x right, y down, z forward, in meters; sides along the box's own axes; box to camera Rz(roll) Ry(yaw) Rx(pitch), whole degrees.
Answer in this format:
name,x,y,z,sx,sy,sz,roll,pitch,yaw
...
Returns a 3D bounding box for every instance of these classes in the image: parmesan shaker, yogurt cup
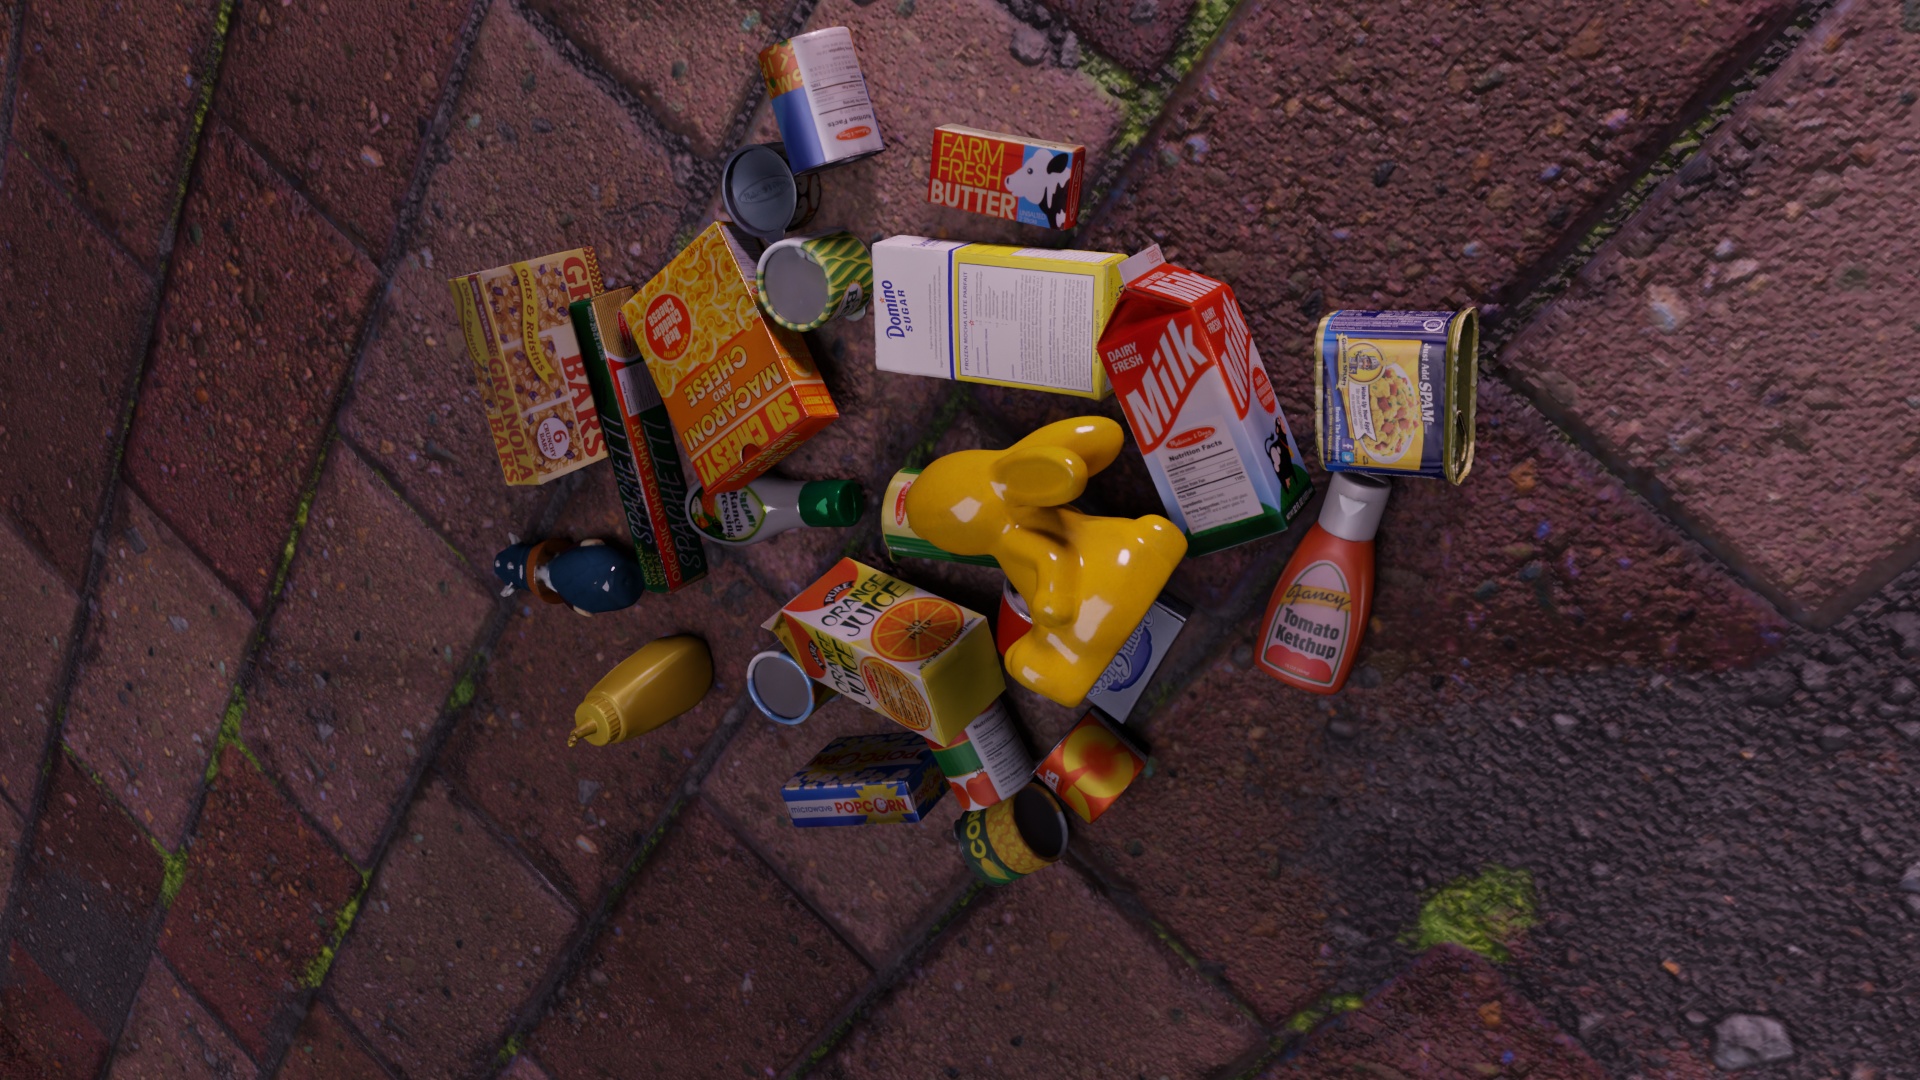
name,x,y,z,sx,sy,sz,roll,pitch,yaw
parmesan shaker,0.004,-0.013,0.999,0.103,0.071,0.071,7,113,26
yogurt cup,0.057,0.058,1.000,0.072,0.073,0.053,31,130,15

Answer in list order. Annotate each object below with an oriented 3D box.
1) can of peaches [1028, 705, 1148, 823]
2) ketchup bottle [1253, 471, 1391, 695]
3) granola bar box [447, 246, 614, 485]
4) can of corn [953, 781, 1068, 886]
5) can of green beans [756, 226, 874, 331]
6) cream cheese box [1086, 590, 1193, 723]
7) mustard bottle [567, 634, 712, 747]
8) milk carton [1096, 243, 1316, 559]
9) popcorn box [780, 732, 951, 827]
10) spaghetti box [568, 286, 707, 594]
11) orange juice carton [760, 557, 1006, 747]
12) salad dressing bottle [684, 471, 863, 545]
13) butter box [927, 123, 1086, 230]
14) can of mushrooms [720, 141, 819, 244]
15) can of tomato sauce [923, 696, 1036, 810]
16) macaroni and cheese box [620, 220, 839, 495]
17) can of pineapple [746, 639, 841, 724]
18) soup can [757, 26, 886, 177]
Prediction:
name,x,y,z,sx,sy,sz,roll,pitch,yaw
can of peaches,0.094,0.167,1.019,0.058,0.071,0.071,42,124,8
ketchup bottle,0.238,0.024,0.896,0.065,0.044,0.148,21,118,20
granola bar box,-0.324,-0.139,1.100,0.039,0.125,0.165,-2,109,31
can of corn,0.040,0.226,1.074,0.058,0.071,0.071,-34,91,34
can of green beans,-0.104,-0.187,0.995,0.071,0.058,0.071,11,115,26
cream cheese box,0.120,0.077,0.995,0.053,0.024,0.103,34,122,13
mustard bottle,-0.273,0.131,1.158,0.049,0.161,0.065,7,112,29
milk carton,0.149,-0.094,0.881,0.073,0.073,0.190,-19,100,34
popcorn box,-0.069,0.190,1.111,0.126,0.085,0.038,-10,106,32
spaghetti box,-0.261,-0.079,1.134,0.028,0.050,0.249,-1,109,32
orange juice carton,-0.065,0.074,1.044,0.193,0.072,0.072,21,140,39
salad dressing bottle,-0.147,-0.028,1.092,0.147,0.044,0.064,-1,103,30
butter box,0.030,-0.241,0.919,0.103,0.024,0.053,17,116,23
can of mushrooms,-0.136,-0.251,1.003,0.071,0.033,0.070,11,114,25
can of tomato sauce,0.010,0.155,1.065,0.071,0.071,0.083,-23,98,34
macaroni and cheese box,-0.176,-0.136,1.045,0.123,0.040,0.166,-32,78,34
can of pineapple,-0.130,0.110,1.130,0.071,0.058,0.070,11,115,25
soup can,-0.096,-0.296,0.943,0.071,0.072,0.083,-9,104,32
